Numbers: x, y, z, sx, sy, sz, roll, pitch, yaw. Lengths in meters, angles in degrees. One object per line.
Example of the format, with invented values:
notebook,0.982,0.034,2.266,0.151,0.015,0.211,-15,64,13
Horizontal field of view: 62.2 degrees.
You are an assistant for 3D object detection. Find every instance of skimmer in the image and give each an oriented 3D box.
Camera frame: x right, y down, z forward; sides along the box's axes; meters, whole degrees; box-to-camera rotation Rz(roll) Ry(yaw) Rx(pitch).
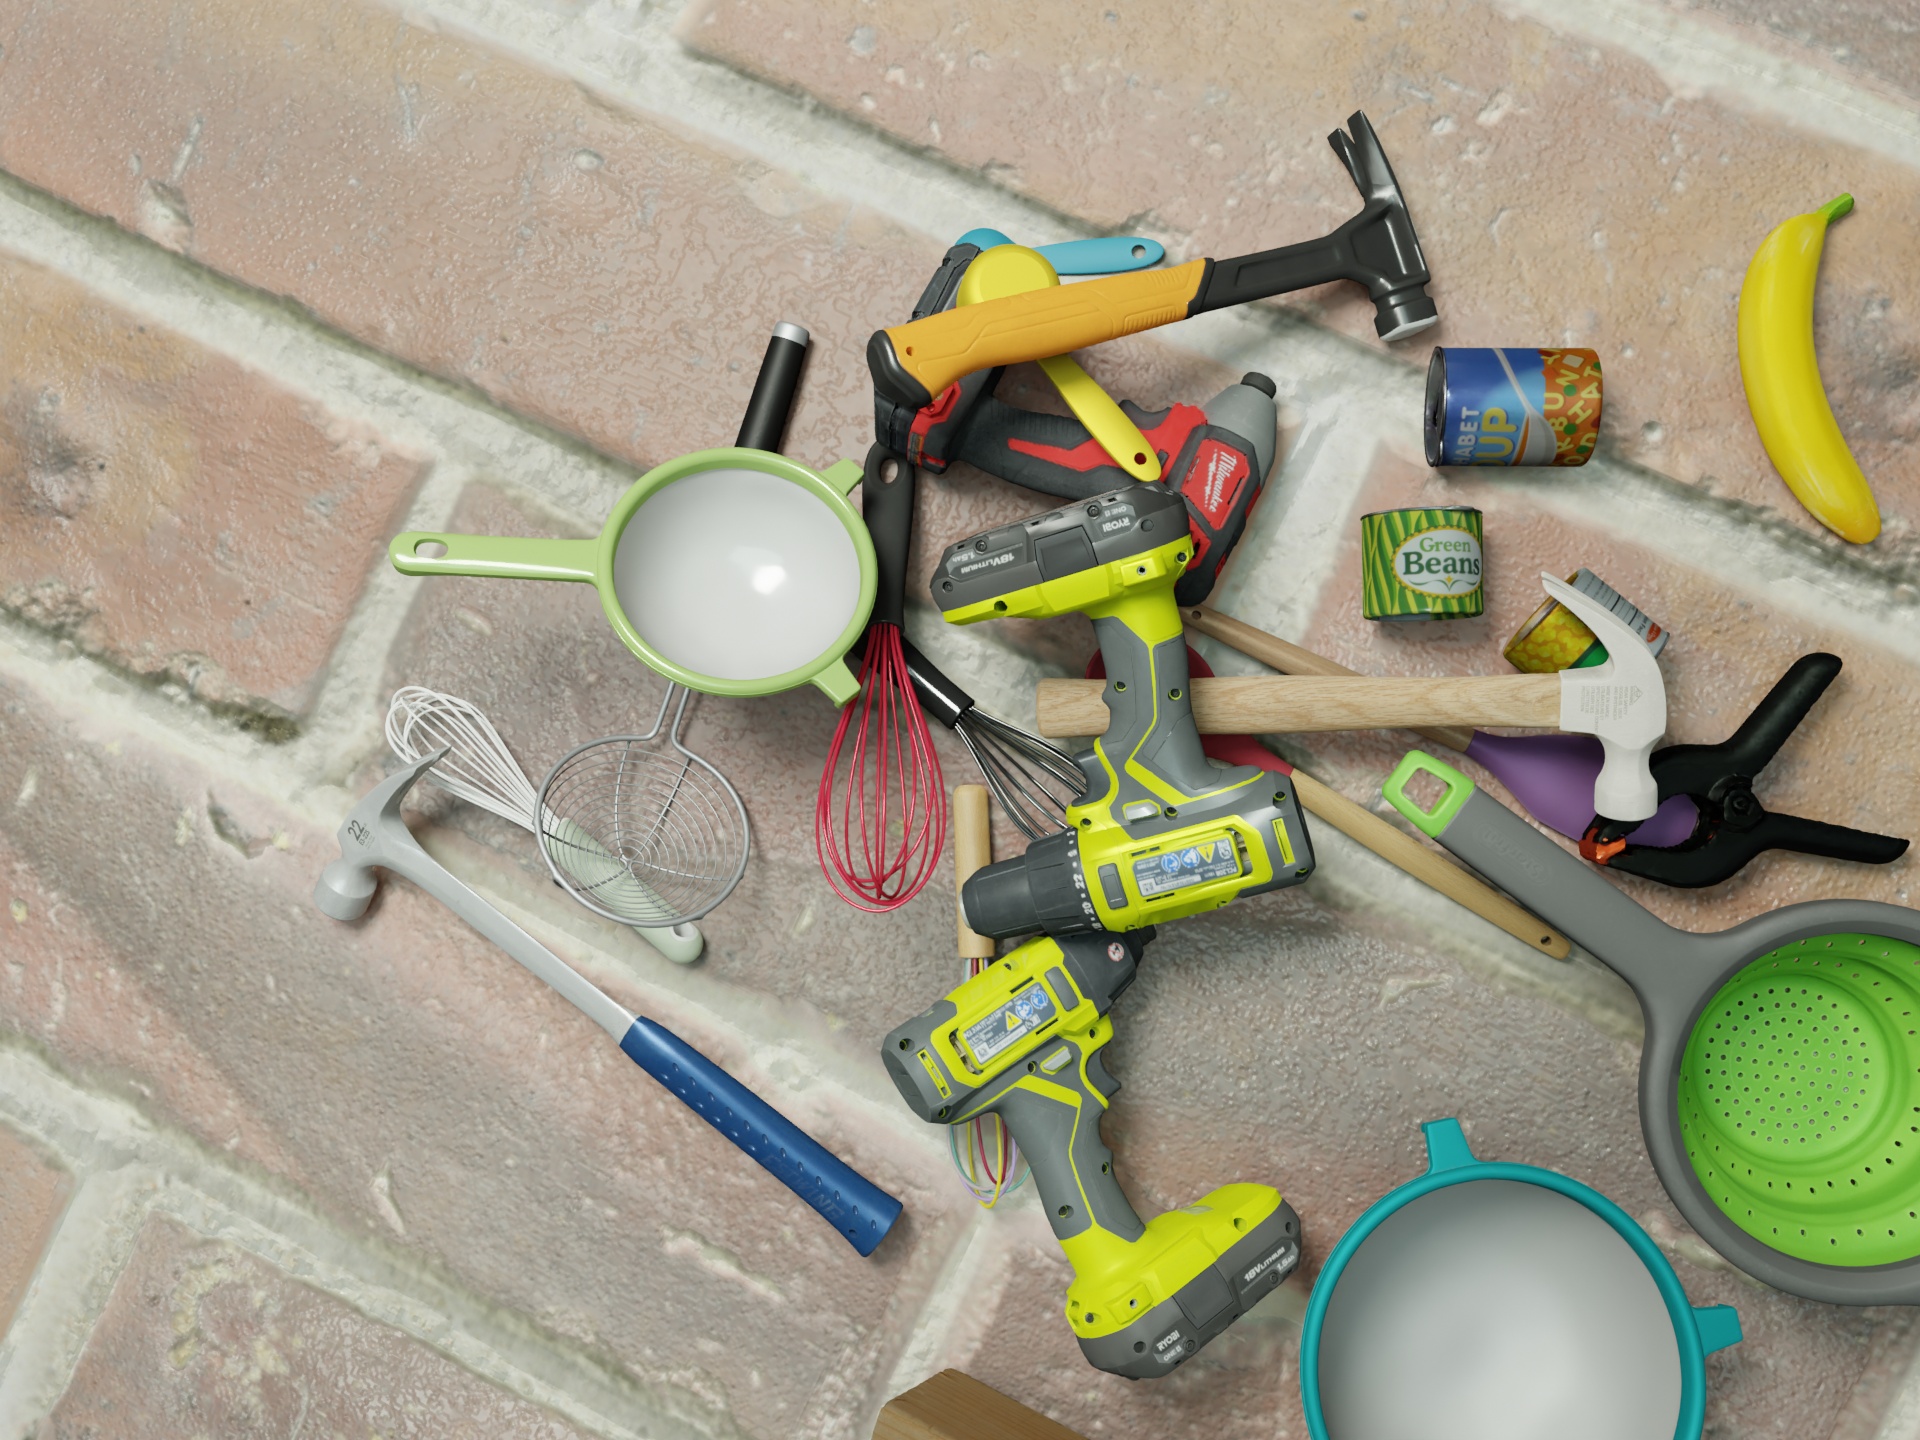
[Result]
skimmer,-0.146,-0.062,0.930,0.127,0.090,0.363,18,89,-15

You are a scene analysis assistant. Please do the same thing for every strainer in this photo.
strainer,0.242,0.394,0.849,0.211,0.095,0.340,34,83,3
strainer,-0.176,-0.073,0.873,0.256,0.069,0.152,2,66,-8

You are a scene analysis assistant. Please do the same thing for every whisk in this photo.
whisk,-0.253,0.064,0.968,0.246,0.058,0.059,40,128,4
whisk,-0.043,-0.034,0.898,0.073,0.073,0.296,-3,66,7
whisk,-0.002,-0.002,0.933,0.239,0.055,0.055,41,94,11
whisk,0.013,0.160,0.929,0.051,0.047,0.245,-3,85,9

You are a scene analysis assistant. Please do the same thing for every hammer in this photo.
hammer,0.205,-0.011,0.866,0.331,0.031,0.130,0,109,15
hammer,0.103,-0.234,0.852,0.337,0.034,0.127,-19,90,-21
hammer,-0.203,0.174,0.943,0.405,0.035,0.144,37,119,3

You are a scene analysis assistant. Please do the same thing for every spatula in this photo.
spatula,0.267,-0.001,0.908,0.316,0.018,0.060,25,90,5

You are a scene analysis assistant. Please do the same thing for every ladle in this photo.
ladle,0.210,0.047,0.912,0.315,0.031,0.069,33,103,5

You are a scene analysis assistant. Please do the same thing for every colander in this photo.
colander,0.390,0.144,0.848,0.397,0.094,0.204,37,94,5

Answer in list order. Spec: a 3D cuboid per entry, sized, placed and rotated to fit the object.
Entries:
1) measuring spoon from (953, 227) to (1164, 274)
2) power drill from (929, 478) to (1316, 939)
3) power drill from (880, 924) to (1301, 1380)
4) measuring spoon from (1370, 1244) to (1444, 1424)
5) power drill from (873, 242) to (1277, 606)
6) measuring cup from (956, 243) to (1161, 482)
measuring spoon,0.055,-0.276,0.941,0.128,0.021,0.042,-2,89,9
power drill,0.067,0.004,0.845,0.190,0.080,0.228,-16,98,14
power drill,0.083,0.227,0.881,0.171,0.080,0.223,-30,87,-21
measuring spoon,0.251,0.343,0.910,0.021,0.011,0.117,-15,83,-6
power drill,0.071,-0.172,0.907,0.219,0.078,0.143,28,79,3
measuring cup,0.058,-0.192,0.857,0.062,0.029,0.156,-38,84,-10
